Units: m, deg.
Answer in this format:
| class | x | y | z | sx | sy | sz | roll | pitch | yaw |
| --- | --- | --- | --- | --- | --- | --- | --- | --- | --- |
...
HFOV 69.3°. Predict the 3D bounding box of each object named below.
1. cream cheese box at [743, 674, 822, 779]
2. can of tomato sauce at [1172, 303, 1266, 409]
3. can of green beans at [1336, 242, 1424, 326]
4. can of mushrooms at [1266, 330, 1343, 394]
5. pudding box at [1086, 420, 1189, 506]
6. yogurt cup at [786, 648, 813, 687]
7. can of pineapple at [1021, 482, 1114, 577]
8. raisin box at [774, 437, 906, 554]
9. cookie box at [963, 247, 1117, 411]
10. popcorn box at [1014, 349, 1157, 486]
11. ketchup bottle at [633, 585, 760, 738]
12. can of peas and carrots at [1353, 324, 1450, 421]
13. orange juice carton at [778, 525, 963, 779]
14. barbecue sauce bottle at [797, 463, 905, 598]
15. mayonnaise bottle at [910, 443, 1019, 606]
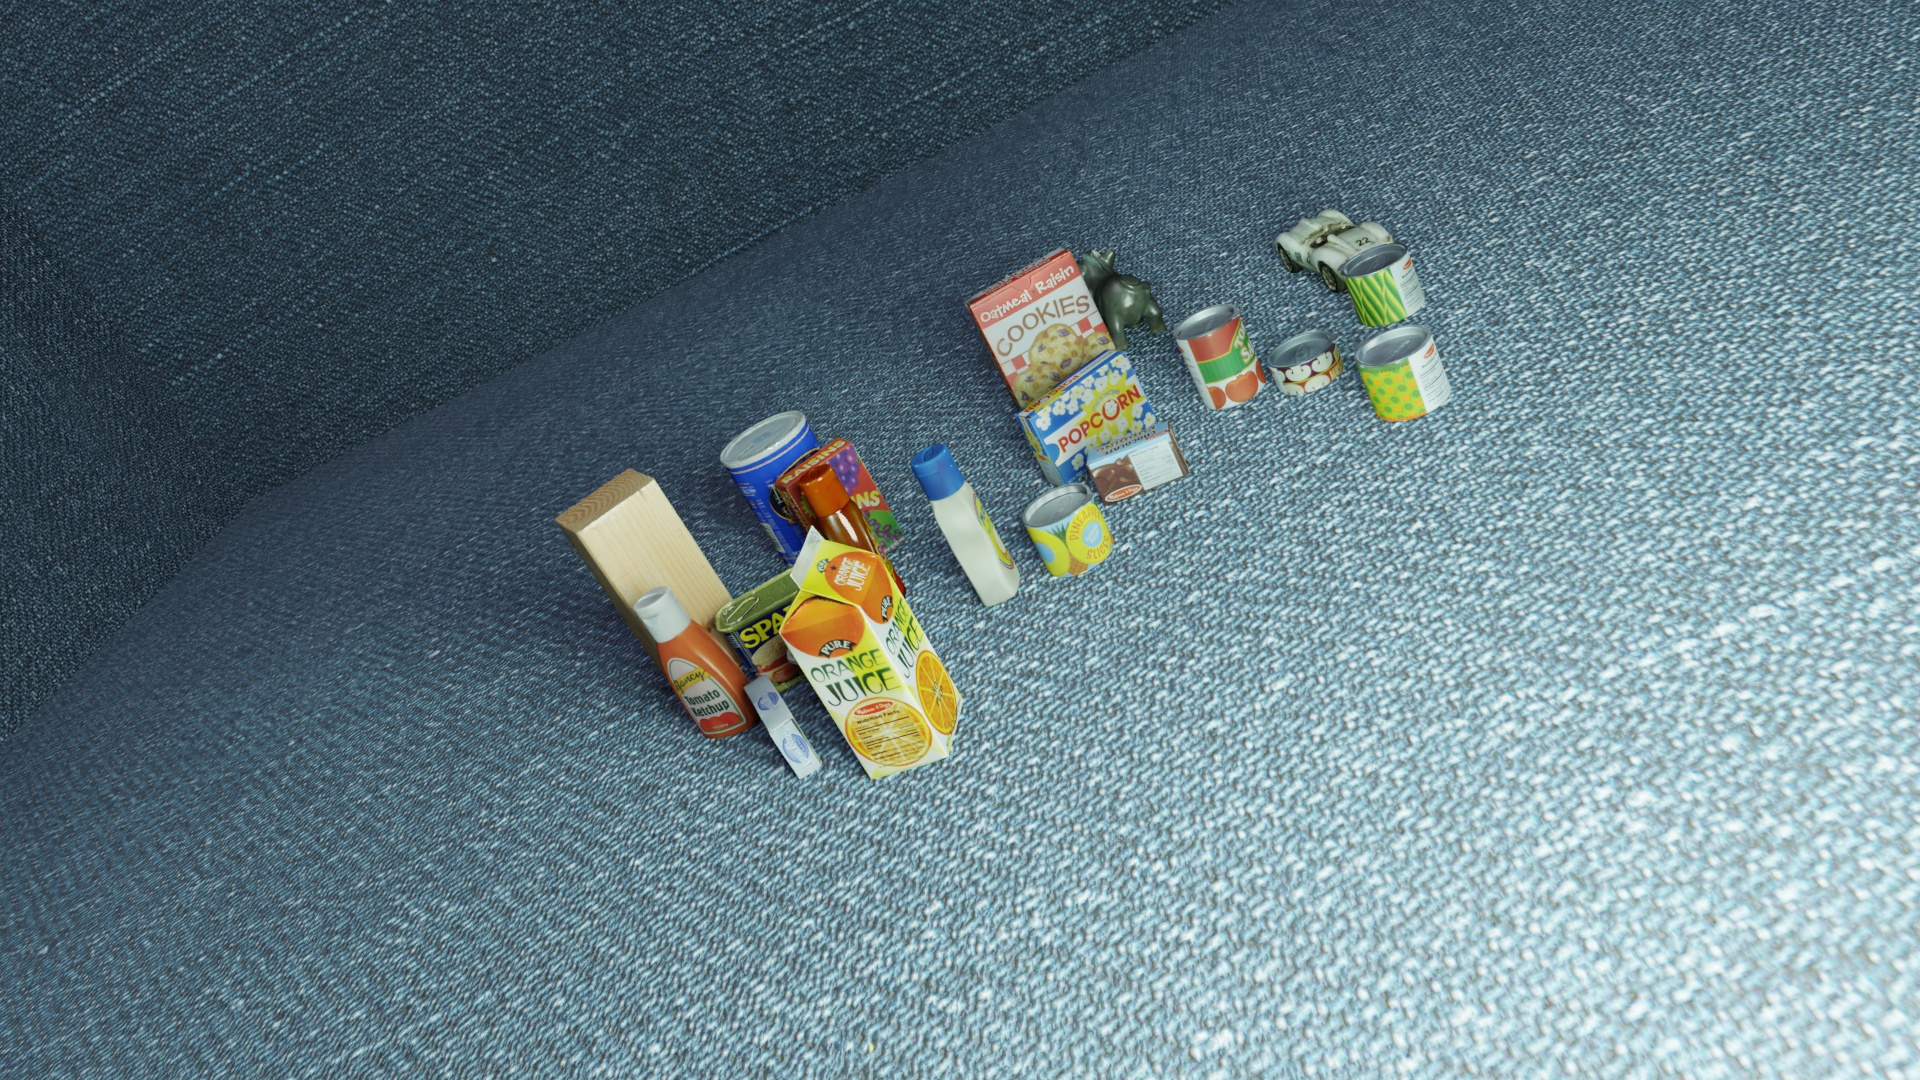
| class | x | y | z | sx | sy | sz | roll | pitch | yaw |
| --- | --- | --- | --- | --- | --- | --- | --- | --- | --- |
| cream cheese box | -0.150 | 0.156 | 1.171 | 0.024 | 0.053 | 0.104 | -33 | 24 | -10 |
| can of tomato sauce | 0.257 | -0.181 | 1.364 | 0.071 | 0.083 | 0.071 | -24 | 24 | 11 |
| can of green beans | 0.415 | -0.251 | 1.364 | 0.071 | 0.057 | 0.071 | -23 | 24 | 11 |
| can of mushrooms | 0.331 | -0.170 | 1.324 | 0.071 | 0.033 | 0.071 | -23 | 24 | 11 |
| pudding box | 0.164 | -0.072 | 1.289 | 0.083 | 0.049 | 0.030 | -21 | 25 | 16 |
| yogurt cup | -0.112 | 0.105 | 1.230 | 0.072 | 0.053 | 0.073 | -23 | 24 | 11 |
| can of pineapple | 0.097 | -0.009 | 1.227 | 0.071 | 0.057 | 0.071 | -23 | 24 | 11 |
| raisin box | -0.122 | -0.030 | 1.424 | 0.086 | 0.123 | 0.040 | -36 | 25 | -17 |
| cookie box | 0.096 | -0.213 | 1.497 | 0.123 | 0.167 | 0.040 | -30 | 24 | -3 |
| popcorn box | 0.126 | -0.123 | 1.387 | 0.127 | 0.085 | 0.038 | -36 | 25 | -17 |
| ketchup bottle | -0.238 | 0.108 | 1.243 | 0.064 | 0.148 | 0.044 | -17 | 26 | 25 |
| can of peas and carrots | 0.377 | -0.143 | 1.191 | 0.071 | 0.058 | 0.071 | -23 | 24 | 11 |
| orange juice carton | -0.075 | 0.083 | 1.065 | 0.073 | 0.192 | 0.072 | -19 | 25 | 21 |
| barbecue sauce bottle | -0.104 | -0.002 | 1.318 | 0.044 | 0.148 | 0.065 | -30 | 24 | -2 |
| mayonnaise bottle | 0.004 | -0.015 | 1.228 | 0.041 | 0.147 | 0.065 | -23 | 24 | 13 |
